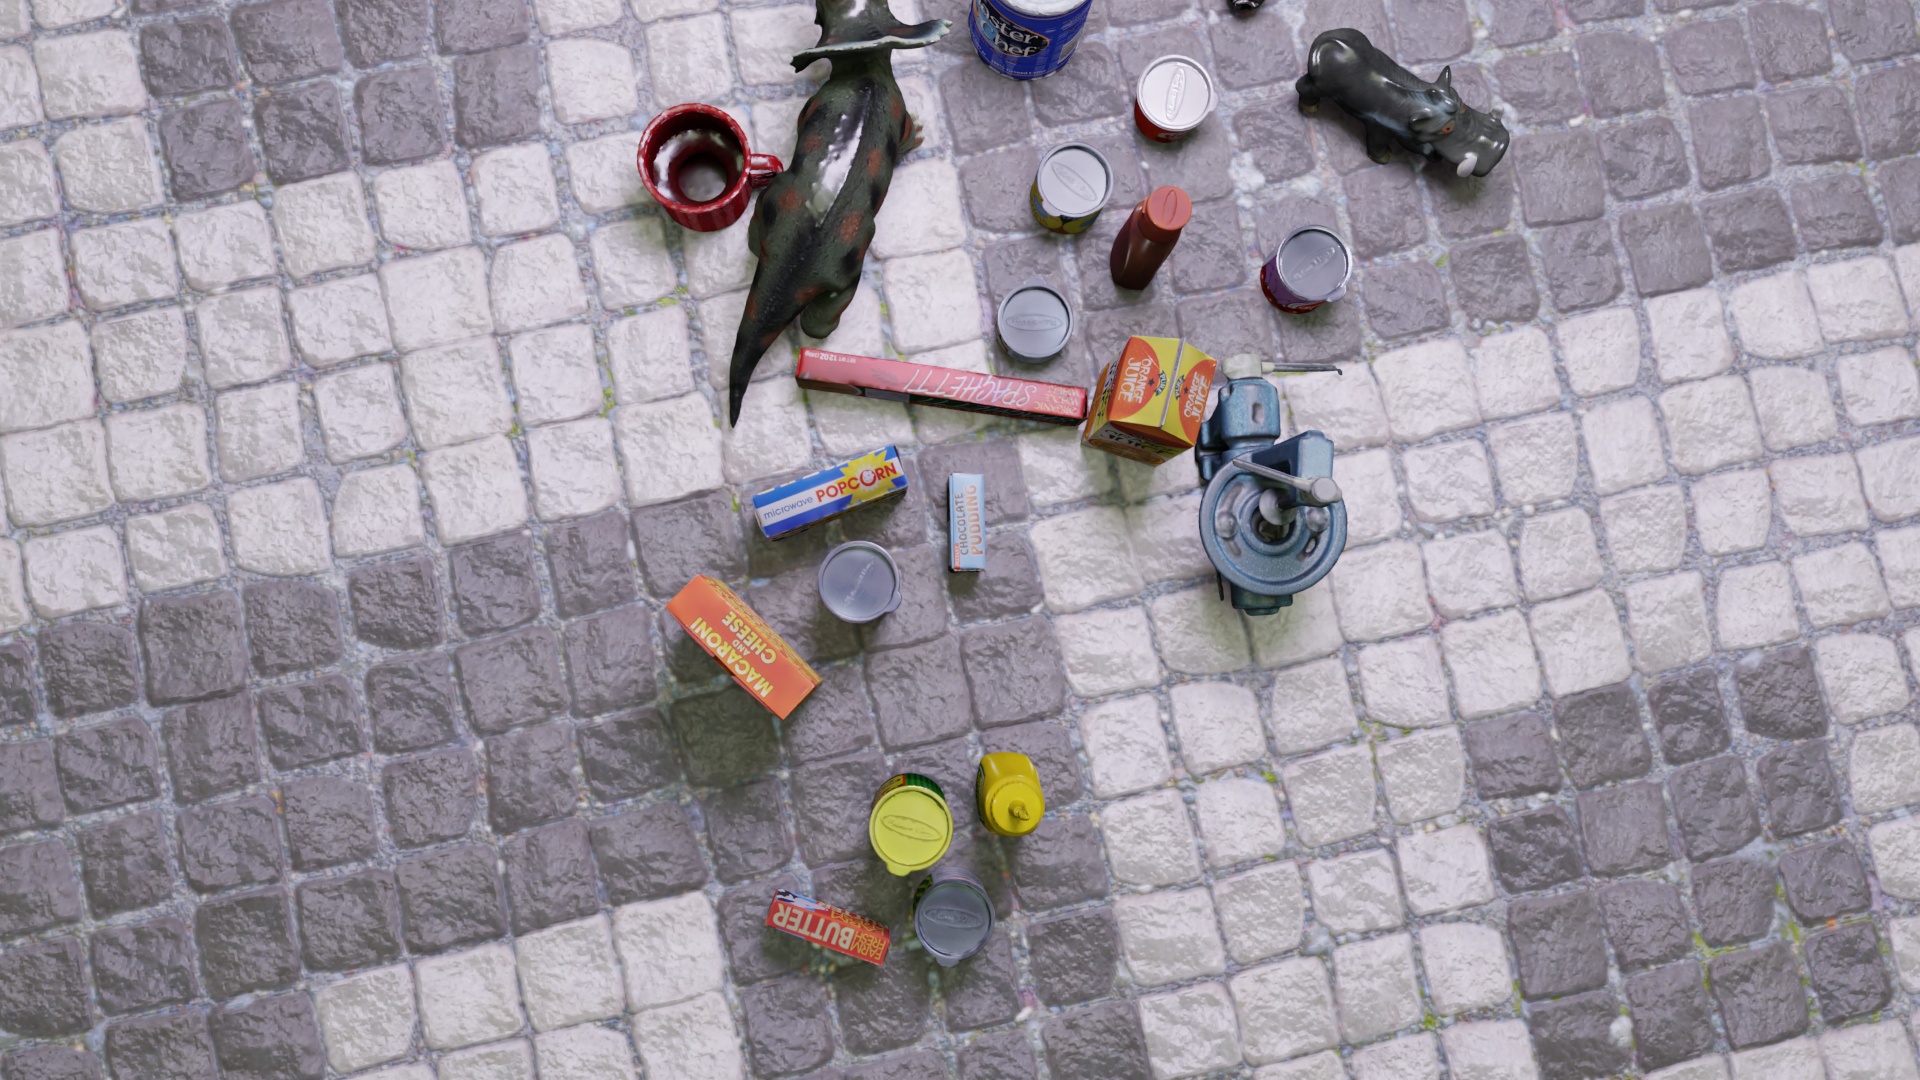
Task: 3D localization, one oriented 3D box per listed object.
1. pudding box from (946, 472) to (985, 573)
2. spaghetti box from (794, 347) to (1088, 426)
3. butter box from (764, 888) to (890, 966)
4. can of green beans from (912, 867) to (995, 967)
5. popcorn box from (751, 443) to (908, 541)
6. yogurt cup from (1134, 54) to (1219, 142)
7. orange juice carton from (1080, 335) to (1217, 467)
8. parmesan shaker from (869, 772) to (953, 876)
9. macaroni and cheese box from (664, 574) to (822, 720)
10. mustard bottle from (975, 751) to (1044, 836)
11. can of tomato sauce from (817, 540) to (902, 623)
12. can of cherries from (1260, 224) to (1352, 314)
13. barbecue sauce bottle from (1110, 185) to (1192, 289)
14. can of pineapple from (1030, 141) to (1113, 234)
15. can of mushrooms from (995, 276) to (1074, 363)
[{"bbox_3d":[0.004,-0.015,1.184,0.030,0.049,0.083,-1,86,-4],"label":"pudding box"},{"bbox_3d":[-0.015,-0.130,1.191,0.250,0.050,0.028,8,86,-3],"label":"spaghetti box"},{"bbox_3d":[-0.109,0.319,1.151,0.103,0.053,0.024,20,85,-2],"label":"butter box"},{"bbox_3d":[-0.007,0.310,1.155,0.071,0.058,0.071,0,86,-4],"label":"can of green beans"},{"bbox_3d":[-0.108,-0.038,1.161,0.127,0.085,0.038,-21,88,-5],"label":"popcorn box"},{"bbox_3d":[0.184,-0.385,1.220,0.072,0.054,0.072,0,86,-4],"label":"yogurt cup"},{"bbox_3d":[0.154,-0.113,1.129,0.073,0.192,0.072,16,86,-2],"label":"orange juice carton"},{"bbox_3d":[-0.042,0.231,1.136,0.071,0.103,0.071,0,86,-3],"label":"parmesan shaker"},{"bbox_3d":[-0.169,0.085,1.107,0.124,0.166,0.040,44,85,0],"label":"macaroni and cheese box"},{"bbox_3d":[0.040,0.207,1.114,0.049,0.160,0.065,0,86,-3],"label":"mustard bottle"},{"bbox_3d":[-0.082,0.036,1.158,0.071,0.083,0.071,0,86,-3],"label":"can of tomato sauce"},{"bbox_3d":[0.302,-0.233,1.214,0.071,0.058,0.071,0,86,-4],"label":"can of cherries"},{"bbox_3d":[0.159,-0.257,1.162,0.044,0.148,0.065,13,86,-3],"label":"barbecue sauce bottle"},{"bbox_3d":[0.094,-0.304,1.207,0.071,0.058,0.071,0,86,-4],"label":"can of pineapple"},{"bbox_3d":[0.064,-0.191,1.209,0.071,0.033,0.071,0,86,-4],"label":"can of mushrooms"}]
